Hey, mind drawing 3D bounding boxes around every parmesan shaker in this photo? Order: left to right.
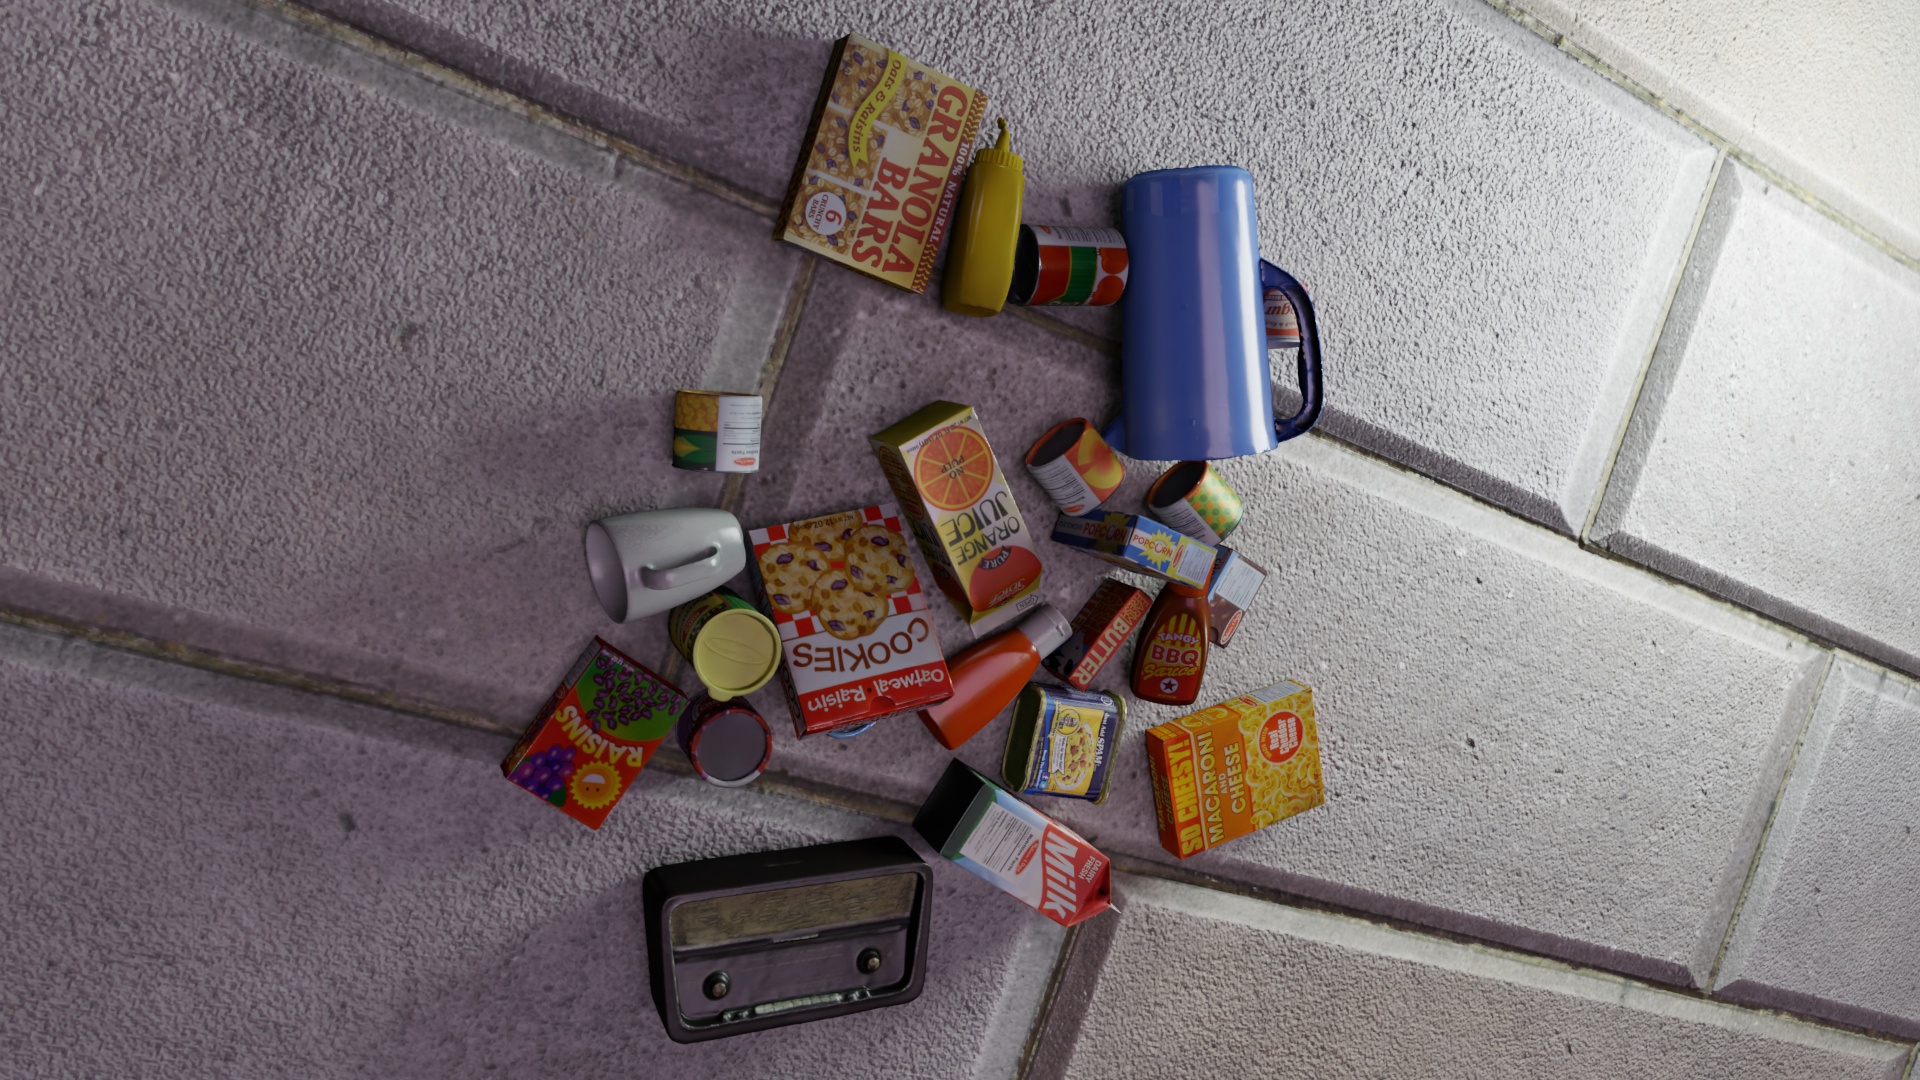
[{"bbox_3d":[-0.185,0.077,1.068,0.071,0.103,0.071,-4,101,-22],"label":"parmesan shaker"}]

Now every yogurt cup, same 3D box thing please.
[{"bbox_3d":[0.280,-0.201,1.239,0.072,0.072,0.054,0,92,-23],"label":"yogurt cup"}]

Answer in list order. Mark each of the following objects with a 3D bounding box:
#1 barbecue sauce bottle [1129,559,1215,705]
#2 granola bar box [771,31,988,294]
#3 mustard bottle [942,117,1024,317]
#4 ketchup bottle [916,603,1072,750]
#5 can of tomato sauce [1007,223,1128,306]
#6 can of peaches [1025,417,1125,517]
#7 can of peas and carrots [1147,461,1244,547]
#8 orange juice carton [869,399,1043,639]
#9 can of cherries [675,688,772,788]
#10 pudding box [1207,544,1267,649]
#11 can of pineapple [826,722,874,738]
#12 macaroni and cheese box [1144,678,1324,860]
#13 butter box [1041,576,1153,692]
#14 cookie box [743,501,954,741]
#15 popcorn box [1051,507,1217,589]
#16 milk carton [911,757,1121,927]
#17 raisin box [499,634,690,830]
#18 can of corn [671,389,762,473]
[{"bbox_3d":[0.194,0.074,1.237,0.065,0.044,0.147,9,115,-1],"label":"barbecue sauce bottle"},{"bbox_3d":[-0.063,-0.292,1.089,0.124,0.039,0.165,18,92,-24],"label":"granola bar box"},{"bbox_3d":[0.023,-0.262,1.119,0.049,0.065,0.160,11,91,-20],"label":"mustard bottle"},{"bbox_3d":[0.030,0.113,1.198,0.149,0.043,0.064,-37,112,-13],"label":"ketchup bottle"},{"bbox_3d":[0.087,-0.225,1.151,0.083,0.071,0.071,-3,101,-23],"label":"can of tomato sauce"},{"bbox_3d":[0.098,-0.065,1.185,0.071,0.071,0.058,-45,113,-10],"label":"can of peaches"},{"bbox_3d":[0.210,-0.034,1.238,0.058,0.071,0.071,45,81,-23],"label":"can of peas and carrots"},{"bbox_3d":[0.004,-0.014,1.149,0.072,0.073,0.192,-30,110,-15],"label":"orange juice carton"},{"bbox_3d":[-0.188,0.154,1.104,0.071,0.058,0.071,-5,102,-22],"label":"can of cherries"},{"bbox_3d":[0.241,0.051,1.285,0.049,0.030,0.083,31,87,-26],"label":"pudding box"},{"bbox_3d":[-0.101,0.125,1.137,0.071,0.058,0.071,-4,101,-22],"label":"can of pineapple"},{"bbox_3d":[0.261,0.216,1.317,0.167,0.040,0.123,-16,105,-20],"label":"macaroni and cheese box"},{"bbox_3d":[0.120,0.082,1.226,0.024,0.053,0.103,43,82,-26],"label":"butter box"},{"bbox_3d":[-0.090,0.062,1.096,0.123,0.040,0.168,-12,72,-21],"label":"cookie box"},{"bbox_3d":[0.145,0.003,1.182,0.085,0.126,0.038,22,87,-25],"label":"popcorn box"},{"bbox_3d":[0.059,0.275,1.224,0.190,0.072,0.073,35,85,-23],"label":"milk carton"},{"bbox_3d":[-0.282,0.149,1.075,0.086,0.040,0.123,38,82,-25],"label":"raisin box"},{"bbox_3d":[-0.188,-0.084,1.061,0.071,0.071,0.058,1,99,-23],"label":"can of corn"}]
